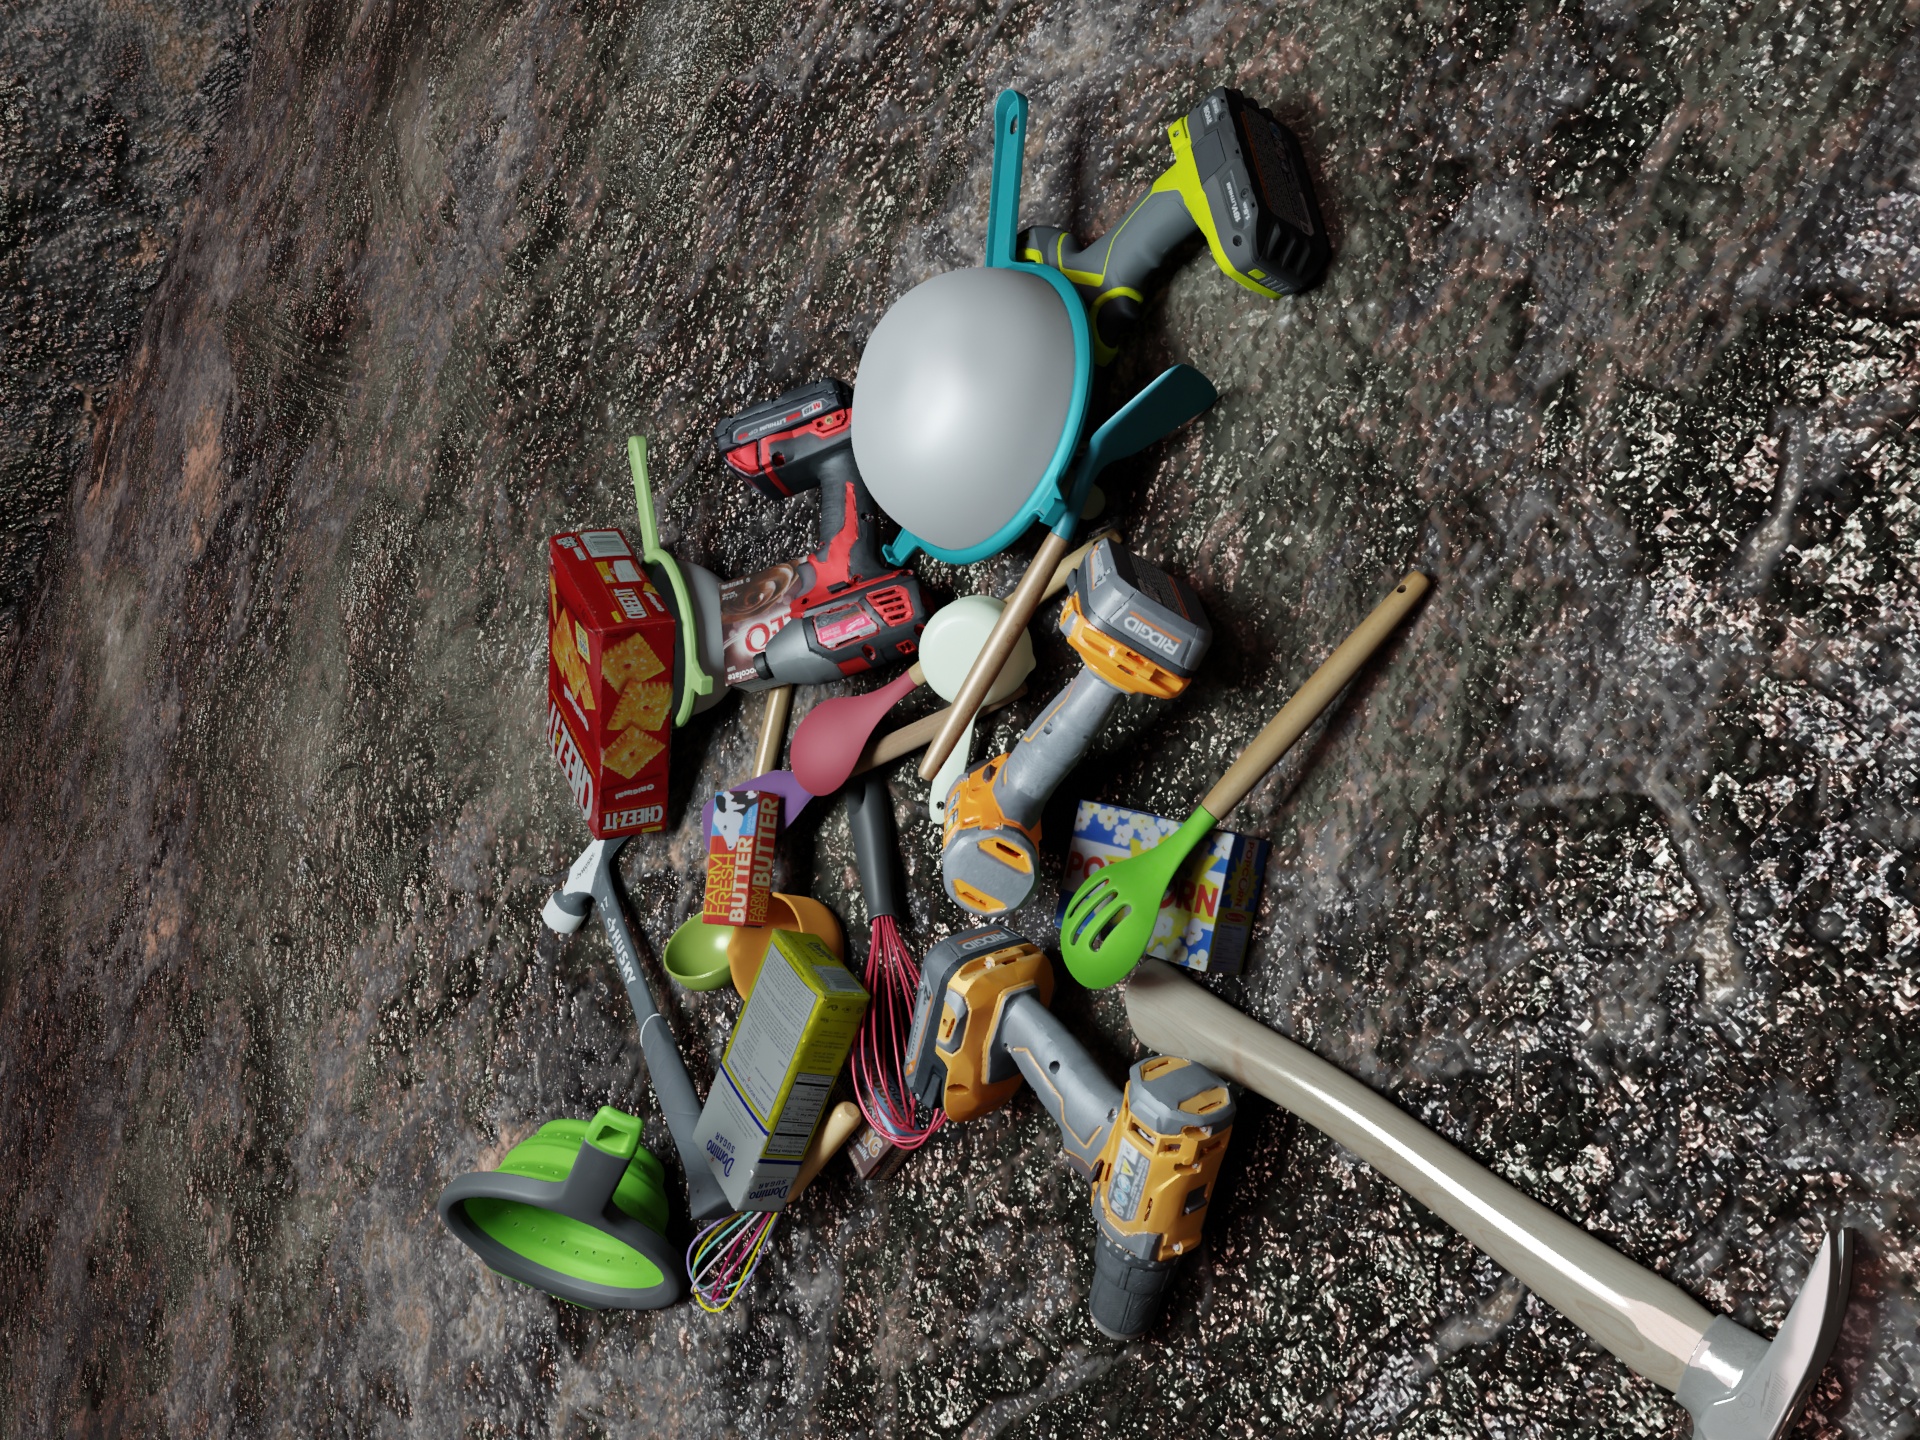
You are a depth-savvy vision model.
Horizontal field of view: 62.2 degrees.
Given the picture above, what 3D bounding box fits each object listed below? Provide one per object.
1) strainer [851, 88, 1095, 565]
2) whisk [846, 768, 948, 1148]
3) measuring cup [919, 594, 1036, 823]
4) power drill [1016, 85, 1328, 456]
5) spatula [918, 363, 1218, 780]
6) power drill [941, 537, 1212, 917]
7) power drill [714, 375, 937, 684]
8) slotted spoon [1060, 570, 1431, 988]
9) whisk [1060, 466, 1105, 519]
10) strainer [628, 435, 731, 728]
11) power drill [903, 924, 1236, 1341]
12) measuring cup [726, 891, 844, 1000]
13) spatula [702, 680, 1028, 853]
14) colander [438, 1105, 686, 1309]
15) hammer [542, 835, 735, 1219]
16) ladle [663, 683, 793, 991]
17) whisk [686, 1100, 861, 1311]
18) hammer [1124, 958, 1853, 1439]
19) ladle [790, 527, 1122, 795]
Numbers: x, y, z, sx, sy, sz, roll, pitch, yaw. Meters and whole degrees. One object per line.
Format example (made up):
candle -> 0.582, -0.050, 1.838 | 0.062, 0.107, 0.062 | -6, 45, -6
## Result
strainer -> -0.006, -0.280, 1.075 | 0.211, 0.095, 0.340 | -6, 76, 53
whisk -> -0.052, 0.161, 1.141 | 0.073, 0.073, 0.296 | -34, 52, 35
measuring cup -> -0.002, -0.004, 1.102 | 0.083, 0.038, 0.167 | 16, 103, 13
power drill -> 0.124, -0.291, 1.052 | 0.223, 0.080, 0.171 | -30, 61, 41
spatula -> 0.060, -0.092, 1.038 | 0.044, 0.082, 0.317 | 34, 100, 24
power drill -> 0.063, 0.001, 1.021 | 0.226, 0.084, 0.164 | -57, 10, 18
power drill -> -0.108, -0.135, 1.206 | 0.143, 0.078, 0.220 | -20, 72, 10
slotted spoon -> 0.163, 0.034, 0.932 | 0.313, 0.031, 0.070 | -49, 41, 8
whisk -> 0.023, -0.210, 1.158 | 0.247, 0.058, 0.059 | 43, 146, 38
strainer -> -0.232, -0.122, 1.349 | 0.151, 0.069, 0.256 | -33, 66, 62
power drill -> 0.062, 0.253, 0.982 | 0.226, 0.084, 0.185 | 33, 123, 42
measuring cup -> -0.130, 0.218, 1.207 | 0.095, 0.052, 0.174 | -9, 77, 43
spatula -> -0.080, 0.035, 1.191 | 0.316, 0.018, 0.060 | -25, 62, 29
colander -> -0.278, 0.343, 1.218 | 0.397, 0.204, 0.095 | 121, 171, -51
hammer -> -0.253, 0.237, 1.301 | 0.149, 0.036, 0.409 | -55, 42, 19
ladle -> -0.172, 0.060, 1.280 | 0.078, 0.062, 0.320 | 9, 85, 38
whisk -> -0.137, 0.360, 1.168 | 0.245, 0.051, 0.047 | -53, 21, 29
hammer -> 0.246, 0.225, 0.846 | 0.411, 0.038, 0.146 | 30, 101, 44
ladle -> -0.012, -0.043, 1.136 | 0.315, 0.031, 0.069 | -35, 59, 23
